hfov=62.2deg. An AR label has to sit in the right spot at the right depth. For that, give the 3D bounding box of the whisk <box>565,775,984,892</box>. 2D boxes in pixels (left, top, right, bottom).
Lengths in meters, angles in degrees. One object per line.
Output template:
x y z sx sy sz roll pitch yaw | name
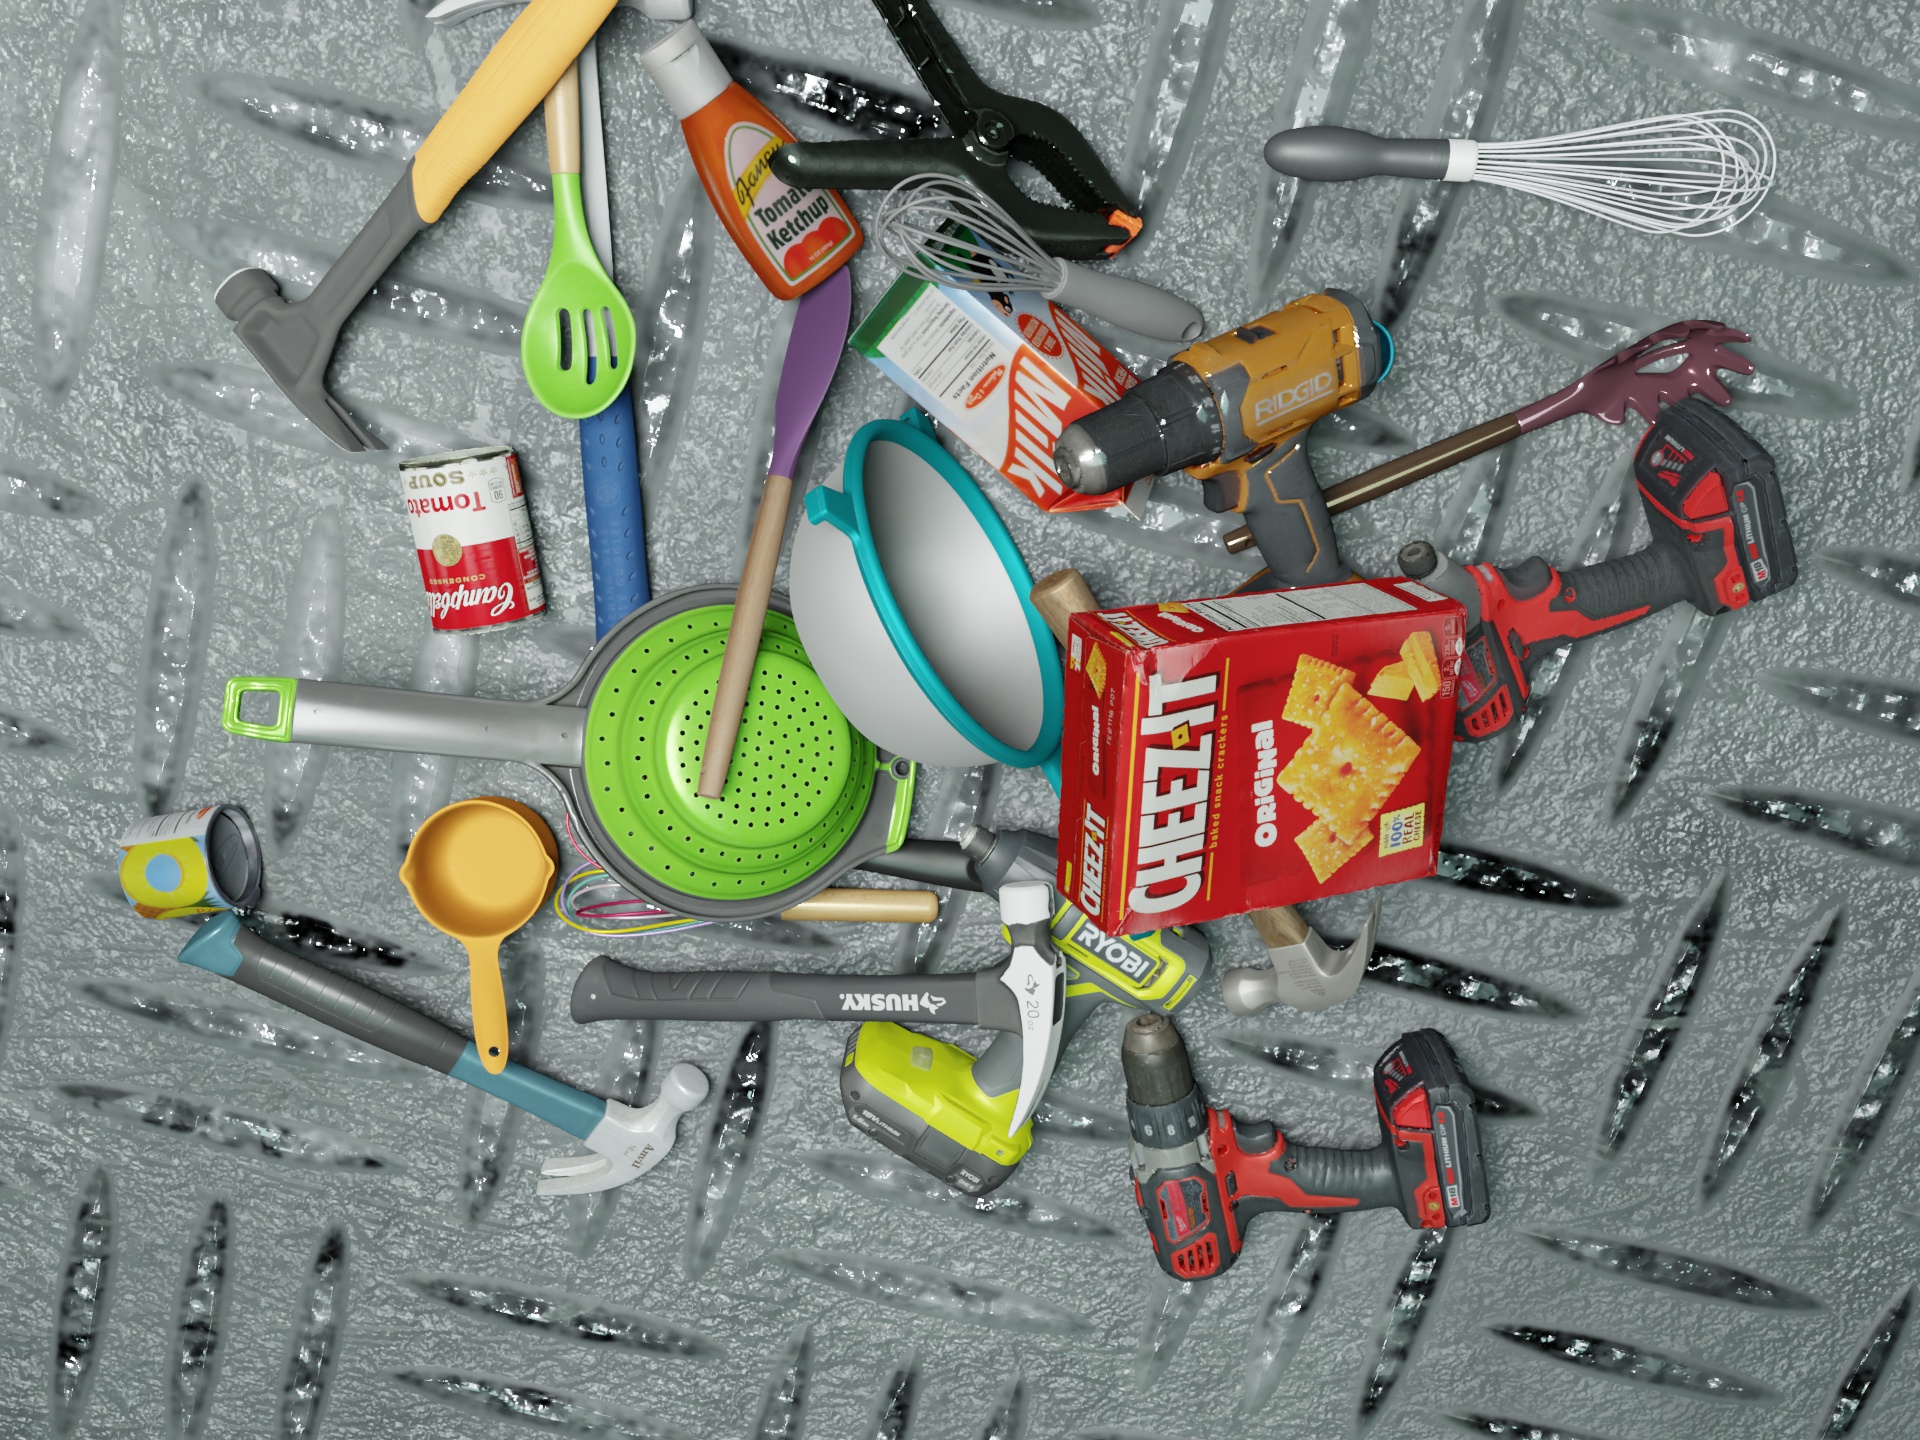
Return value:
-0.099 0.079 1.005 0.295 0.073 0.073 8 106 -9 | whisk

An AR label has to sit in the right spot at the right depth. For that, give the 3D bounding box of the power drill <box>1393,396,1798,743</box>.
0.360 -0.088 0.935 0.219 0.079 0.143 -29 126 10 | power drill

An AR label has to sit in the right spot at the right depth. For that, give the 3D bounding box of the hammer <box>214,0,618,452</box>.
-0.272 -0.297 0.858 0.337 0.034 0.127 -42 86 22 | hammer

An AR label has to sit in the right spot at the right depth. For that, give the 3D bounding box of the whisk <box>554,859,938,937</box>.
-0.137 0.121 1.024 0.245 0.047 0.051 2 104 -5 | whisk

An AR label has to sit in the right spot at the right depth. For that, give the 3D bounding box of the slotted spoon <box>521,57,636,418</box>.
-0.214 -0.324 0.865 0.070 0.031 0.313 3 104 13 | slotted spoon

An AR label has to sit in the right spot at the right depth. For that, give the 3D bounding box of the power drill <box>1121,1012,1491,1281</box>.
0.220 0.267 1.054 0.226 0.080 0.187 -12 106 6 | power drill

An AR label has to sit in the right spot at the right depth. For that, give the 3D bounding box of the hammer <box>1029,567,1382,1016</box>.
0.145 0.047 0.968 0.130 0.031 0.331 -20 112 41 | hammer

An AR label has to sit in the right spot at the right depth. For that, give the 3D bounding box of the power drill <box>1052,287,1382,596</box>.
0.151 -0.106 0.887 0.185 0.084 0.226 -25 127 -14 | power drill

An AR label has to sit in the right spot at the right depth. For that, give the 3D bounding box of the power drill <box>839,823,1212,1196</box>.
0.027 0.179 1.010 0.171 0.080 0.223 33 109 -10 | power drill

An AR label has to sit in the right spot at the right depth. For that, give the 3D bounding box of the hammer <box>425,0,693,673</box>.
-0.216 -0.224 0.926 0.144 0.035 0.405 -2 106 0 | hammer

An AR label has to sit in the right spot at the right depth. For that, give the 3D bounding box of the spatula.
-0.104 -0.110 0.881 0.018 0.060 0.316 22 73 -38 | spatula

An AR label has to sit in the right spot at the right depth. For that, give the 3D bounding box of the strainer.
-0.001 -0.003 0.916 0.095 0.211 0.340 -24 106 23 | strainer

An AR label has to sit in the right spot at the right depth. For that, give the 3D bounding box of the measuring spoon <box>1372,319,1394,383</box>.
0.191 -0.215 0.947 0.128 0.021 0.042 -3 107 10 | measuring spoon

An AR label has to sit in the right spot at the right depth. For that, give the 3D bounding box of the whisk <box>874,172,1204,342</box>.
0.052 -0.243 0.863 0.238 0.055 0.055 6 110 -41 | whisk

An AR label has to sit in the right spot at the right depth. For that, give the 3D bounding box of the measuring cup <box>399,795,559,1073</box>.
-0.296 0.132 1.006 0.095 0.052 0.173 -3 96 -1 | measuring cup

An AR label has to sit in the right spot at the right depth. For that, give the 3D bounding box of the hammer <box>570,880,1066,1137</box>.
-0.096 0.177 0.986 0.335 0.035 0.146 -4 92 21 | hammer

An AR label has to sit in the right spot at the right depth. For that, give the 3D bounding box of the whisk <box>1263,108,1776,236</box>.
0.314 -0.316 0.899 0.284 0.070 0.070 4 106 3 | whisk

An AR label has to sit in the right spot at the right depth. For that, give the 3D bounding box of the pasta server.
0.308 -0.163 0.949 0.316 0.040 0.060 -22 127 7 | pasta server

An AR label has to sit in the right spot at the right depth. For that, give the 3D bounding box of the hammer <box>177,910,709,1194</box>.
-0.337 0.210 1.027 0.330 0.033 0.128 31 110 -17 | hammer

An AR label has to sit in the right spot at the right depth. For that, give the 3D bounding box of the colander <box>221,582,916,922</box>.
-0.203 0.009 0.896 0.397 0.094 0.204 6 86 -18 | colander
